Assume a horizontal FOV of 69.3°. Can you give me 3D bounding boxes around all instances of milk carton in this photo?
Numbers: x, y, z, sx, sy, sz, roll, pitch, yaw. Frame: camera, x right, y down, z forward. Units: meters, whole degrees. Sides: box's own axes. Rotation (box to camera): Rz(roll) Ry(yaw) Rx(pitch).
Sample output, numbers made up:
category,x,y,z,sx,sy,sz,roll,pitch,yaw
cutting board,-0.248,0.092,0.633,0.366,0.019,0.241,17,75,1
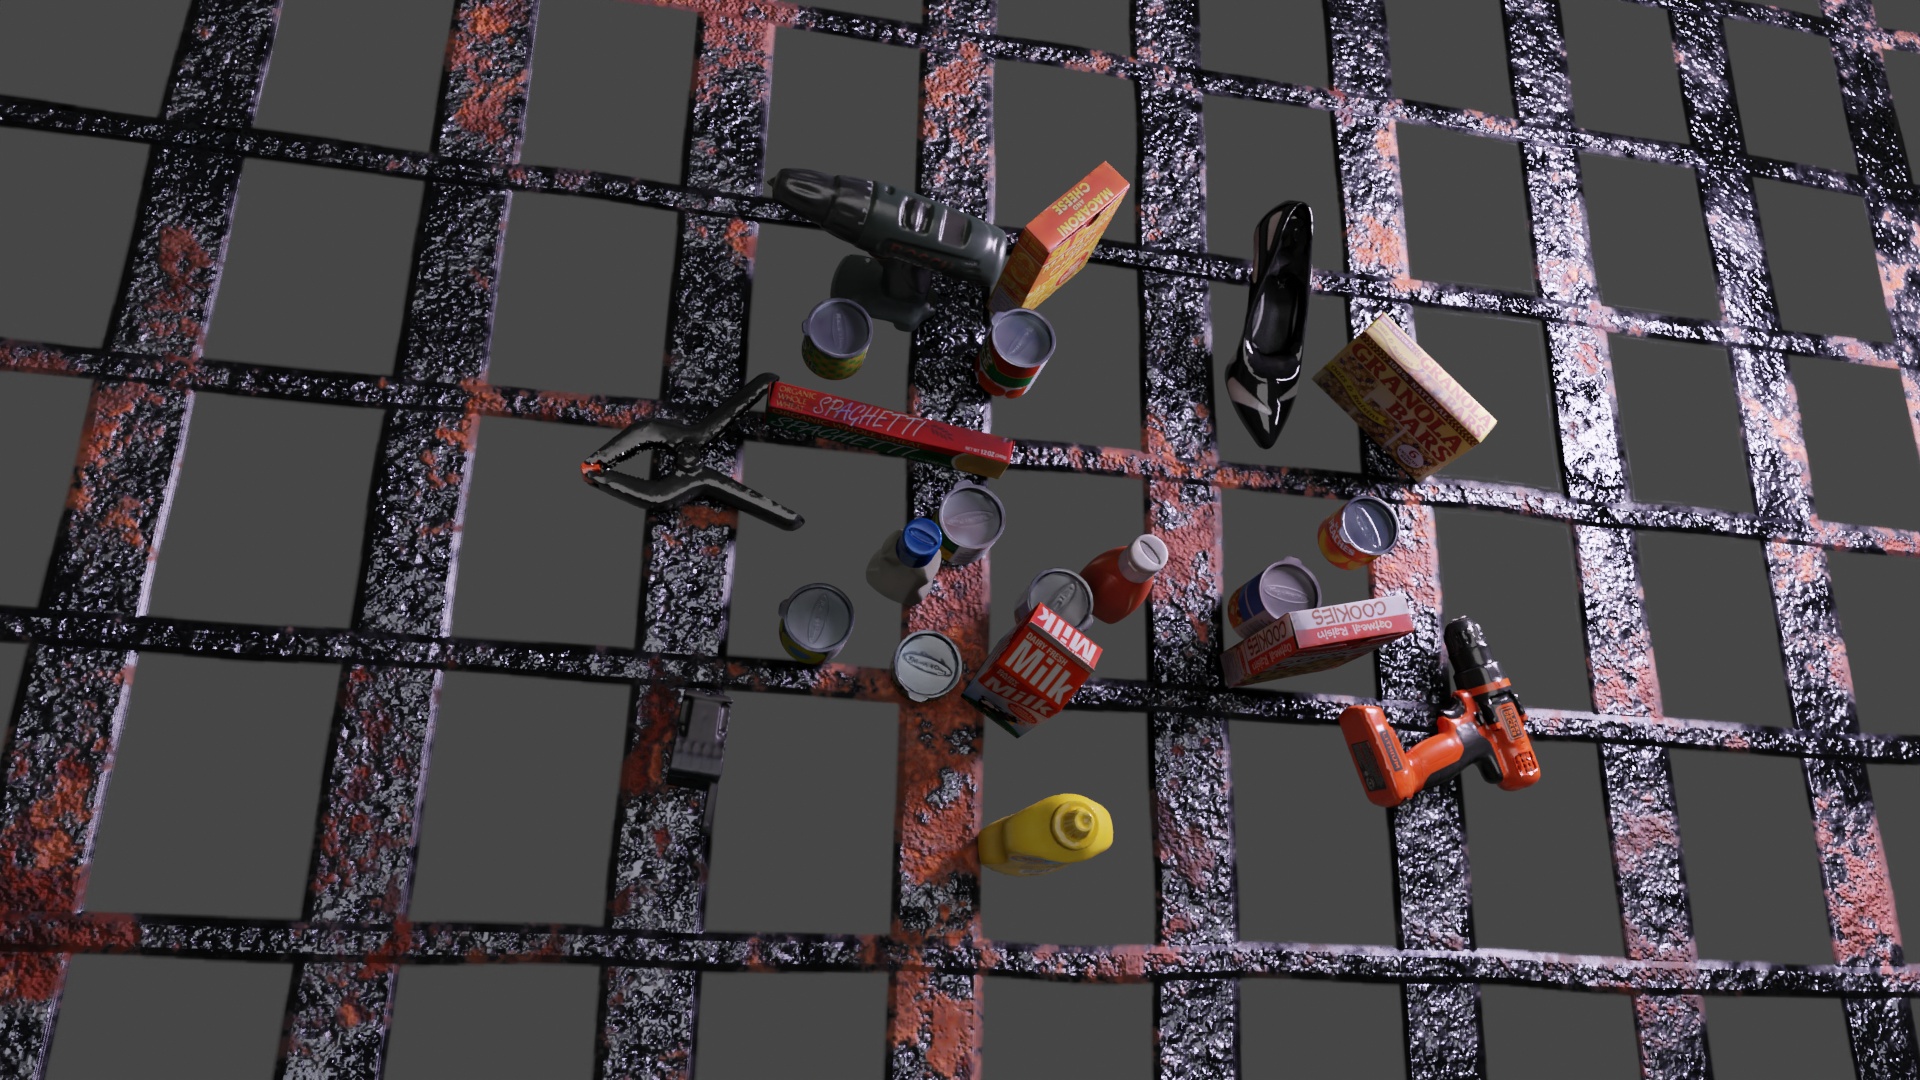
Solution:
category,x,y,z,sx,sy,sz,roll,pitch,yaw
milk carton,0.067,0.117,1.267,0.072,0.190,0.074,37,68,1

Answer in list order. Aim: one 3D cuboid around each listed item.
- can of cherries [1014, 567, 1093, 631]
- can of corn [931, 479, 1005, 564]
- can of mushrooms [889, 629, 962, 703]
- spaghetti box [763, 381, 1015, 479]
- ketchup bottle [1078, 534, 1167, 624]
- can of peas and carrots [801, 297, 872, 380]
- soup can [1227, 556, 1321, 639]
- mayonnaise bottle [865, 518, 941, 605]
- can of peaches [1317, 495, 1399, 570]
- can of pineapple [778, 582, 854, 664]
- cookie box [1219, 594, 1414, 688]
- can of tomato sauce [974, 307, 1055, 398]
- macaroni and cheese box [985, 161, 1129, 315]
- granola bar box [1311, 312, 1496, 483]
category,x,y,z,sx,sy,sz,roll,pitch,yaw
can of cherries,0.092,0.068,1.361,0.071,0.058,0.071,4,71,-12
can of corn,0.005,-0.017,1.370,0.071,0.058,0.071,4,71,-12
can of mushrooms,-0.035,0.123,1.326,0.071,0.033,0.071,4,71,-12
spaghetti box,-0.072,-0.109,1.388,0.250,0.050,0.029,13,70,-8
ketchup bottle,0.157,0.034,1.338,0.044,0.148,0.065,-37,83,-21
can of peas and carrots,-0.128,-0.202,1.402,0.071,0.058,0.071,4,71,-12
soup can,0.316,0.061,1.400,0.071,0.083,0.071,4,71,-11
mayonnaise bottle,-0.048,0.019,1.297,0.065,0.147,0.041,28,68,-3
can of peaches,0.415,-0.007,1.460,0.071,0.058,0.071,4,71,-12
can of pineapple,-0.137,0.078,1.305,0.071,0.057,0.071,4,71,-12
cookie box,0.342,0.100,1.348,0.123,0.167,0.040,-8,74,-15
can of tomato sauce,0.053,-0.192,1.427,0.071,0.082,0.071,4,71,-11
macaroni and cheese box,0.099,-0.301,1.429,0.040,0.166,0.124,46,69,4
granola bar box,0.472,-0.151,1.486,0.165,0.123,0.039,46,69,5
